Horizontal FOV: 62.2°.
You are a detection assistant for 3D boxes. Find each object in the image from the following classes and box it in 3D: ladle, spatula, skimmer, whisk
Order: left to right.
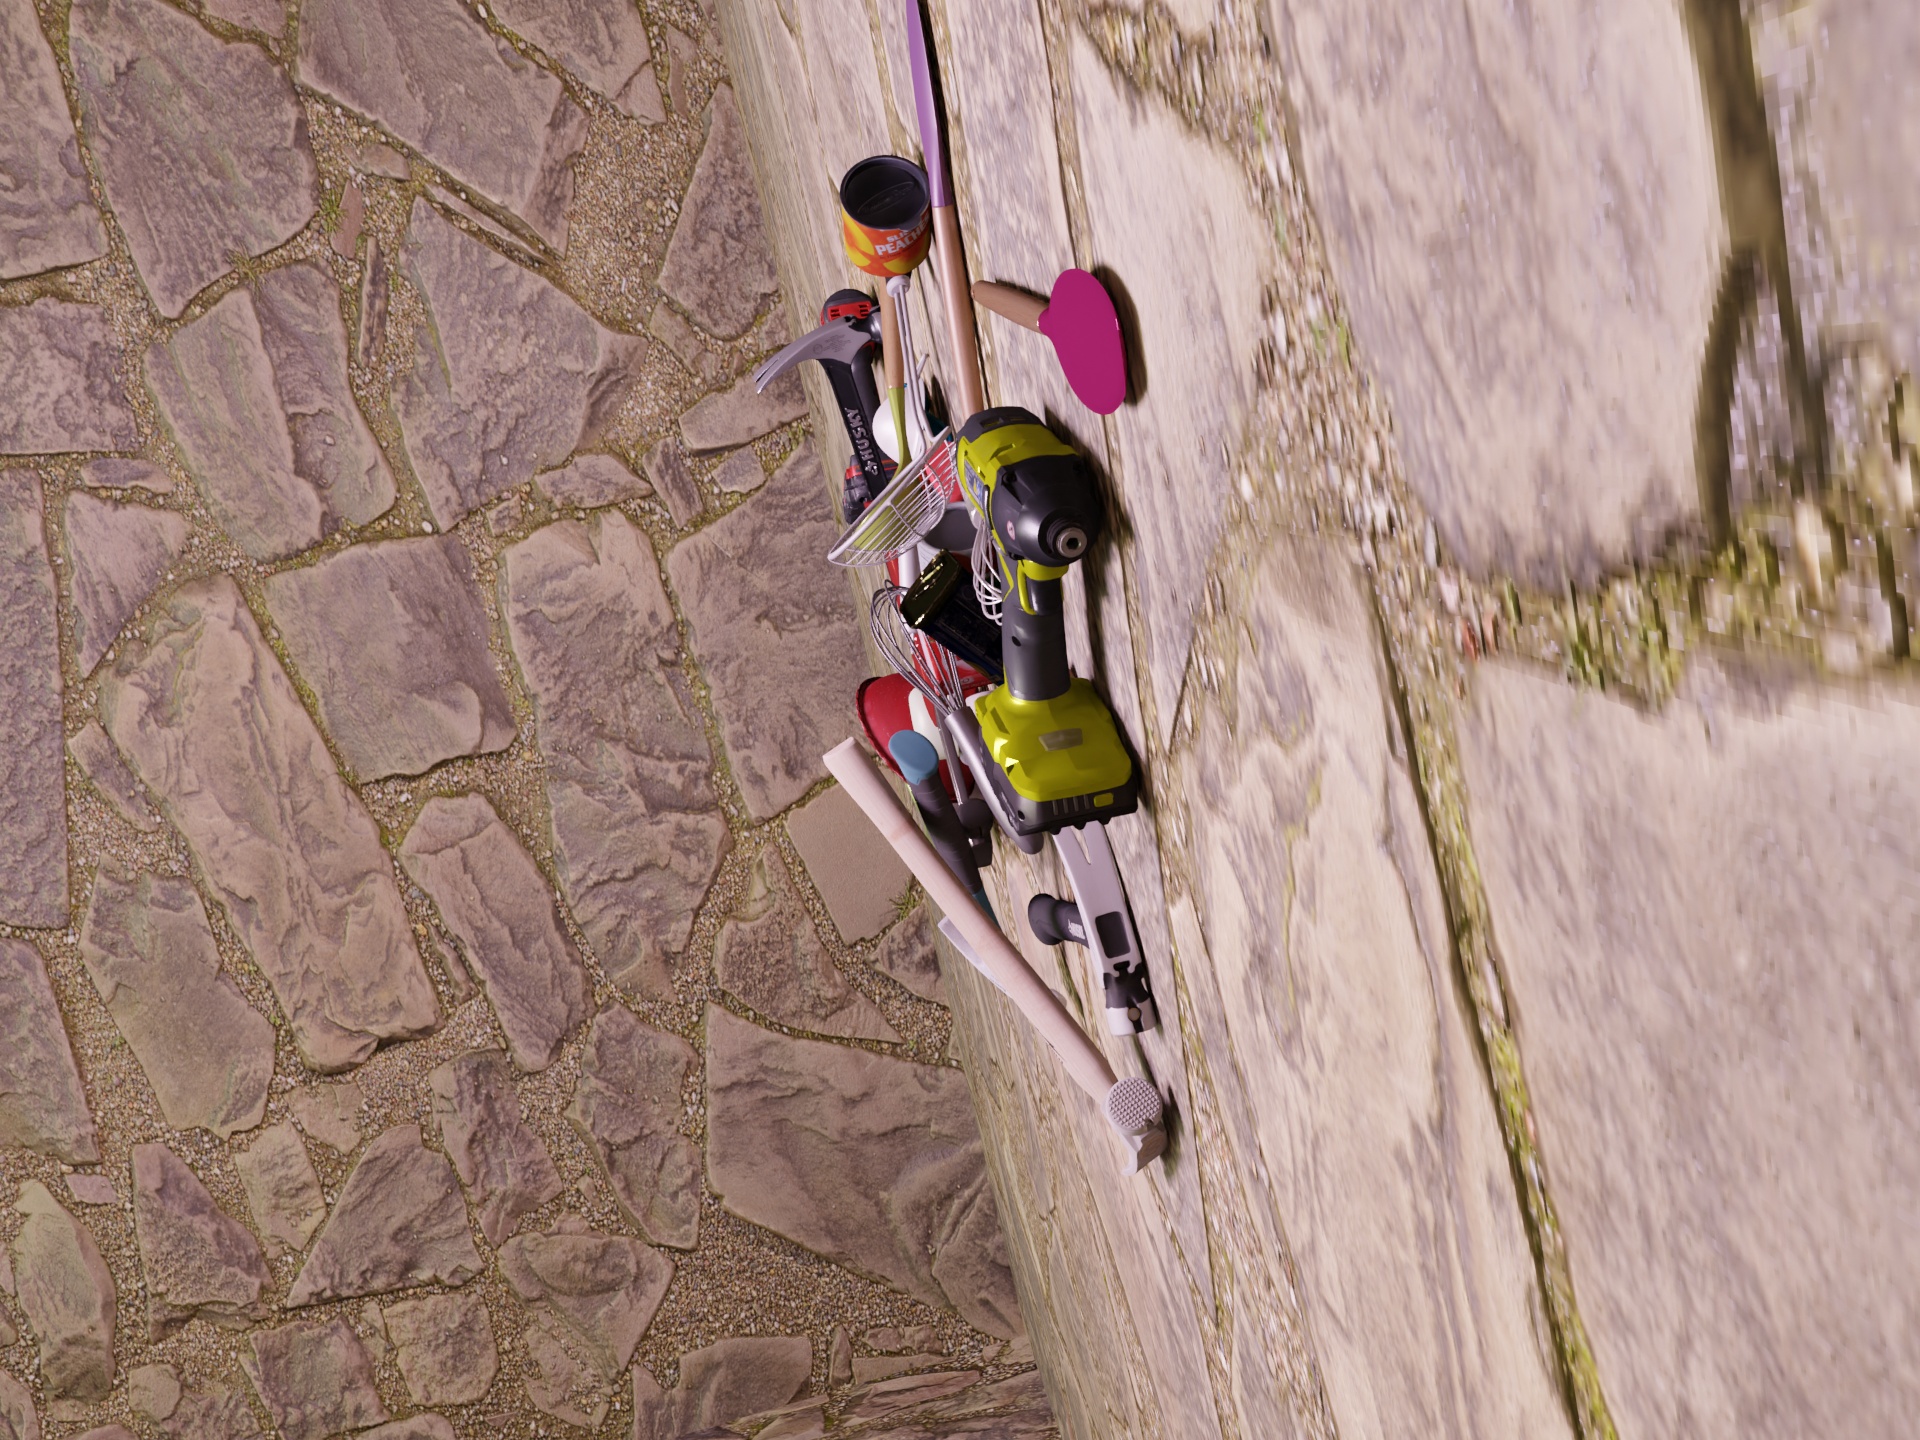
[{"bbox_3d":[-0.064,-0.282,1.190,0.127,0.090,0.364,-36,55,50],"label":"skimmer"},{"bbox_3d":[-0.067,-0.299,1.305,0.078,0.062,0.320,-101,8,-85],"label":"ladle"},{"bbox_3d":[-0.009,-0.325,1.082,0.060,0.018,0.315,-114,13,-64],"label":"spatula"},{"bbox_3d":[-0.001,-0.004,1.187,0.239,0.055,0.055,60,170,14],"label":"whisk"},{"bbox_3d":[0.020,-0.140,1.121,0.057,0.059,0.247,-57,25,25],"label":"whisk"}]

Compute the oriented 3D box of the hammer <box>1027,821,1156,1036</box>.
[{"bbox_3d":[0.086,0.151,1.224,0.335,0.035,0.146,137,119,-83],"label":"hammer"}]

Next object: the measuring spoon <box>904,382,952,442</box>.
[{"bbox_3d":[-0.024,-0.266,1.397,0.129,0.021,0.042,-130,30,-56],"label":"measuring spoon"}]

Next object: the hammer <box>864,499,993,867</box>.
[{"bbox_3d":[-0.029,-0.042,1.452,0.149,0.036,0.359,92,164,-70],"label":"hammer"}]

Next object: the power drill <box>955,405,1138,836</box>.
[{"bbox_3d":[0.048,-0.053,0.920,0.171,0.080,0.223,-115,16,-62],"label":"power drill"}]

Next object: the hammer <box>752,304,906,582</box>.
[{"bbox_3d":[-0.082,-0.216,1.586,0.036,0.149,0.408,-110,2,-47],"label":"hammer"}]

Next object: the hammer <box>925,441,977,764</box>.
[{"bbox_3d":[-0.006,-0.119,1.439,0.386,0.038,0.143,85,171,-56],"label":"hammer"}]

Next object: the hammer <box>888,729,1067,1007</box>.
[{"bbox_3d":[0.004,0.130,1.345,0.128,0.033,0.330,32,154,40],"label":"hammer"}]

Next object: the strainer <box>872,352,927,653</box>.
[{"bbox_3d":[-0.048,-0.186,1.373,0.087,0.050,0.258,-167,74,-76],"label":"strainer"}]

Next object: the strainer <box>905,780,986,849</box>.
[{"bbox_3d":[-0.010,0.081,1.666,0.151,0.069,0.256,62,-174,-17],"label":"strainer"}]

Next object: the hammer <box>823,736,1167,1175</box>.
[{"bbox_3d":[0.019,0.169,1.225,0.411,0.038,0.146,50,166,28],"label":"hammer"}]

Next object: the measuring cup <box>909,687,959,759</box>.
[{"bbox_3d":[-0.037,-0.034,1.551,0.083,0.038,0.168,85,170,-55],"label":"measuring cup"}]

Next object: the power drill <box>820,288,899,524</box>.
[{"bbox_3d":[-0.105,-0.329,1.701,0.188,0.080,0.227,142,117,-83],"label":"power drill"}]

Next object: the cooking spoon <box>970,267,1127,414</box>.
[{"bbox_3d":[0.043,-0.217,0.854,0.319,0.017,0.068,-120,18,-67],"label":"cooking spoon"}]

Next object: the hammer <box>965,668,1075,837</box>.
[{"bbox_3d":[0.048,0.012,1.210,0.331,0.031,0.130,118,139,-78],"label":"hammer"}]
